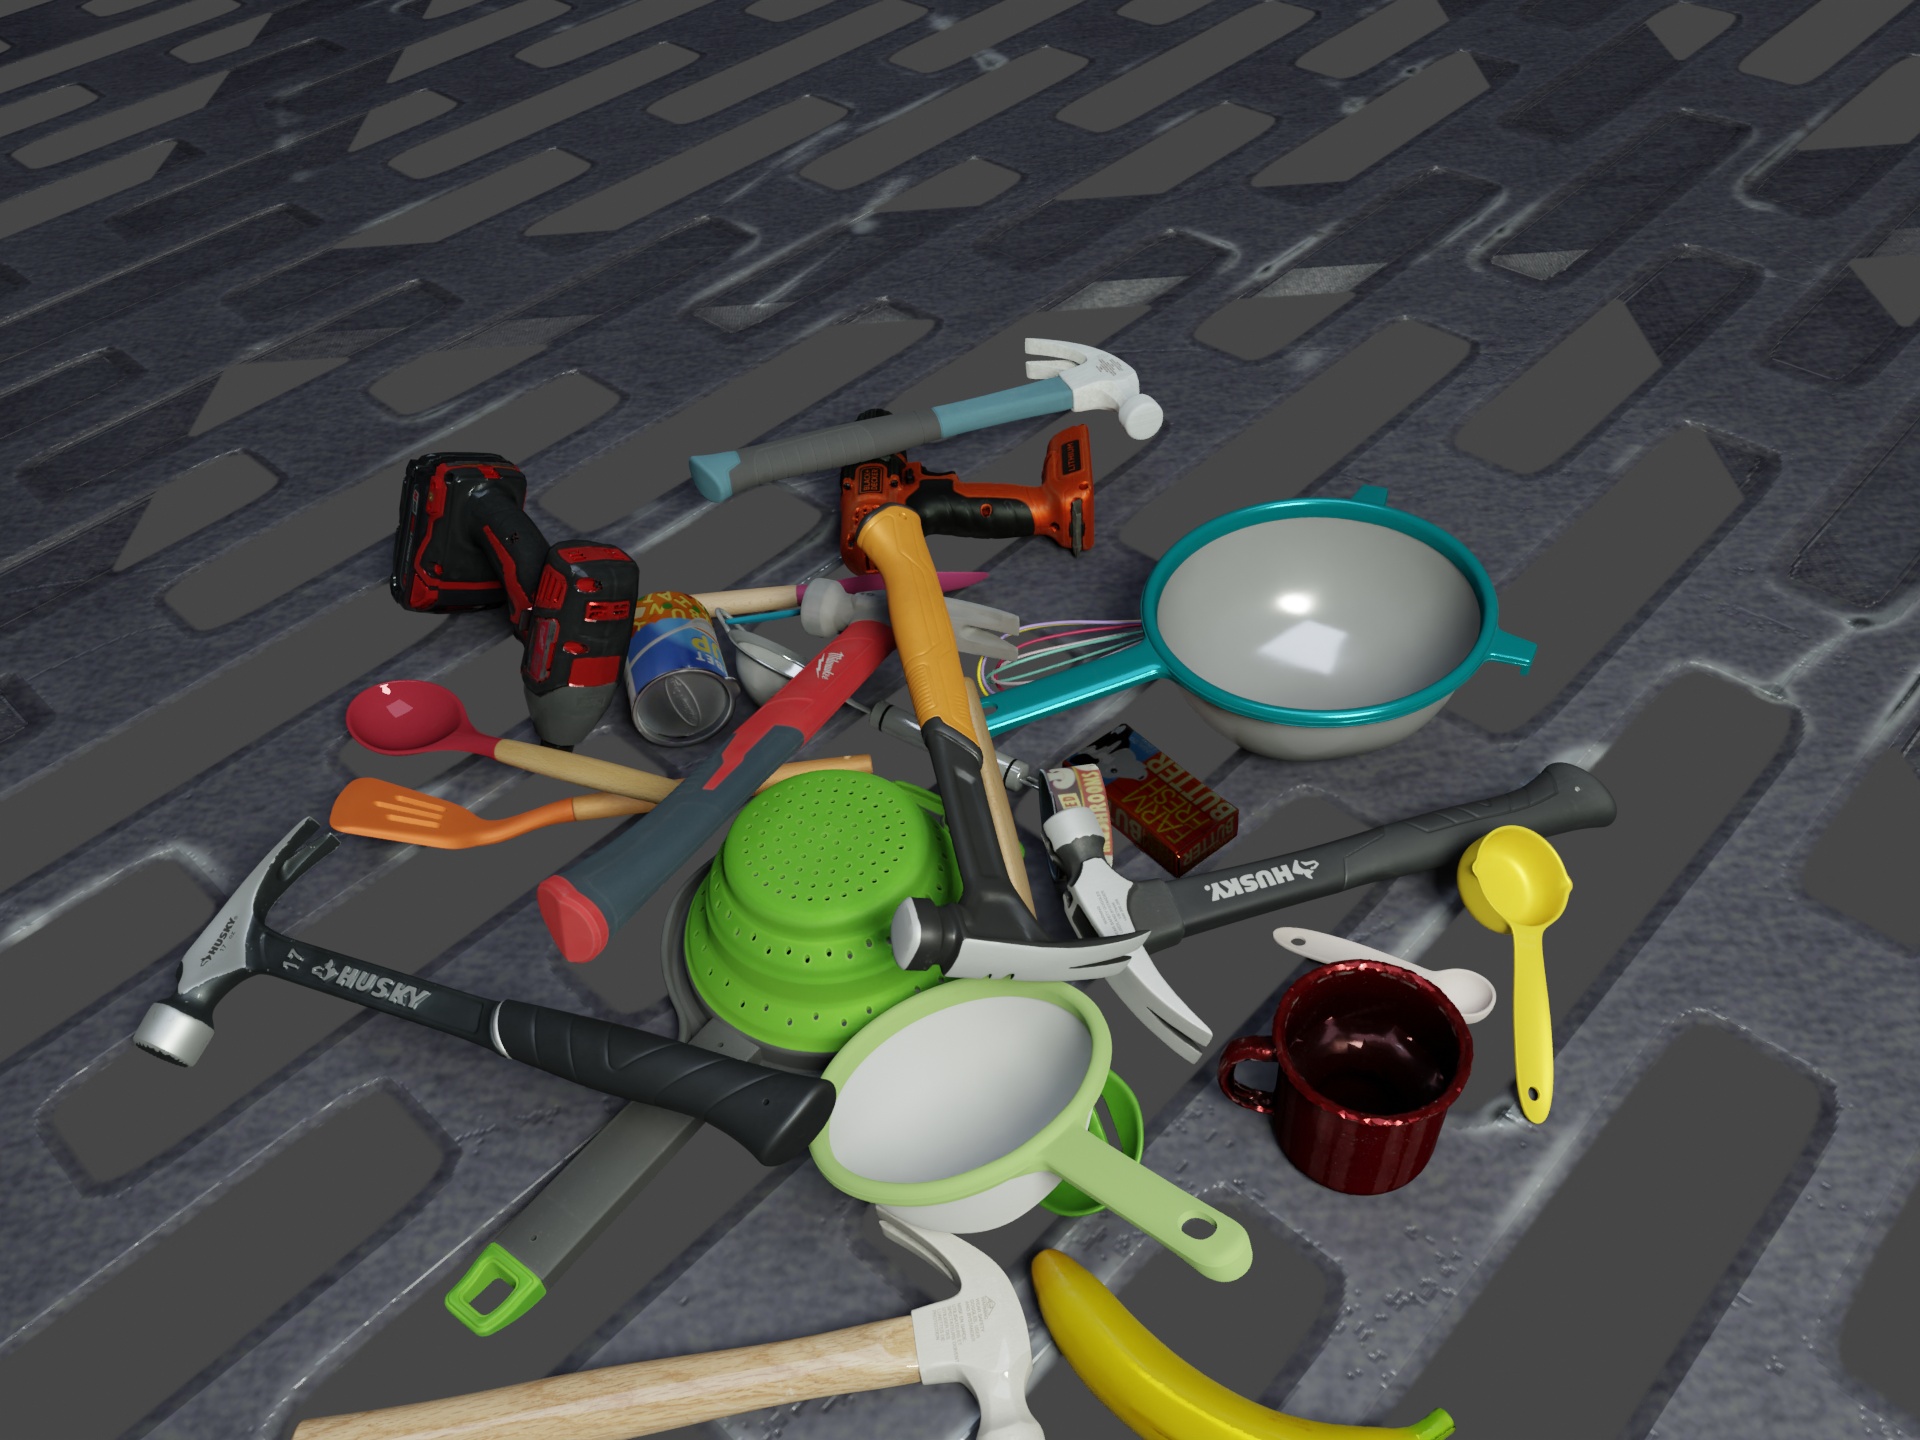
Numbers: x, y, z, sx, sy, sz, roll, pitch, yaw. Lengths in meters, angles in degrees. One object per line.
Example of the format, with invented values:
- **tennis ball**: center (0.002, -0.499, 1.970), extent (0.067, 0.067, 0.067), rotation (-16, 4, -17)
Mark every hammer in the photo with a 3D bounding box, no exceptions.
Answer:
- **hammer**: center (-0.001, -0.003, 0.866), extent (0.127, 0.034, 0.337), rotation (7, 43, -23)
- **hammer**: center (-0.030, -0.211, 1.149), extent (0.331, 0.033, 0.128), rotation (-15, 42, -11)
- **hammer**: center (-0.133, 0.302, 0.719), extent (0.331, 0.031, 0.130), rotation (-9, 45, -4)
- **hammer**: center (0.222, 0.082, 0.880), extent (0.334, 0.035, 0.146), rotation (-12, 57, -18)
- **hammer**: center (-0.243, 0.149, 0.814), extent (0.409, 0.036, 0.149), rotation (9, 61, 26)
- **hammer**: center (-0.092, 0.014, 0.866), extent (0.143, 0.038, 0.386), rotation (11, 30, 17)

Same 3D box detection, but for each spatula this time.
- **spatula**: center (-0.215, 0.043, 0.981), extent (0.322, 0.041, 0.081), rotation (-9, 20, -6)

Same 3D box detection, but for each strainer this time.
- **strainer**: center (0.039, 0.202, 0.718), extent (0.151, 0.069, 0.256), rotation (-35, 30, -26)
- **strainer**: center (0.160, -0.022, 0.981), extent (0.340, 0.095, 0.211), rotation (-18, 44, -8)
- **strainer**: center (-0.058, -0.004, 1.016), extent (0.258, 0.050, 0.087), rotation (23, 8, 19)

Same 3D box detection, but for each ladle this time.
- **ladle**: center (-0.262, 0.021, 0.975), extent (0.315, 0.031, 0.069), rotation (12, 42, 32)

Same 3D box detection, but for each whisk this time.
- **whisk**: center (0.125, -0.054, 1.056), extent (0.245, 0.051, 0.047), rotation (-15, 66, -16)

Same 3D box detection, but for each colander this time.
- **colander**: center (-0.118, 0.143, 0.834), extent (0.205, 0.094, 0.397), rotation (26, 52, 27)

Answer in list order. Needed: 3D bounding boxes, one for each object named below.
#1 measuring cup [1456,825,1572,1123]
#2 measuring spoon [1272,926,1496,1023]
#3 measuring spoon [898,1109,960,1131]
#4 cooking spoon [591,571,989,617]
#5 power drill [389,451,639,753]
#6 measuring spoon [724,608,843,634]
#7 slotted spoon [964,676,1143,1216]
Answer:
- **measuring cup**: center (0.292, 0.133, 0.839), extent (0.062, 0.029, 0.157), rotation (10, 69, -15)
- **measuring spoon**: center (0.229, 0.139, 0.869), extent (0.124, 0.018, 0.034), rotation (16, 40, 29)
- **measuring spoon**: center (-0.011, 0.202, 0.827), extent (0.117, 0.011, 0.021), rotation (-16, 49, -16)
- **cooking spoon**: center (-0.139, -0.084, 1.108), extent (0.319, 0.069, 0.017), rotation (-5, 89, 4)
- **power drill**: center (-0.292, -0.080, 1.051), extent (0.078, 0.143, 0.220), rotation (-7, 34, -42)
- **measuring spoon**: center (-0.106, -0.064, 1.059), extent (0.042, 0.021, 0.128), rotation (-3, 5, 41)
- **slotted spoon**: center (0.034, 0.109, 0.850), extent (0.070, 0.031, 0.314), rotation (-21, 60, 13)
